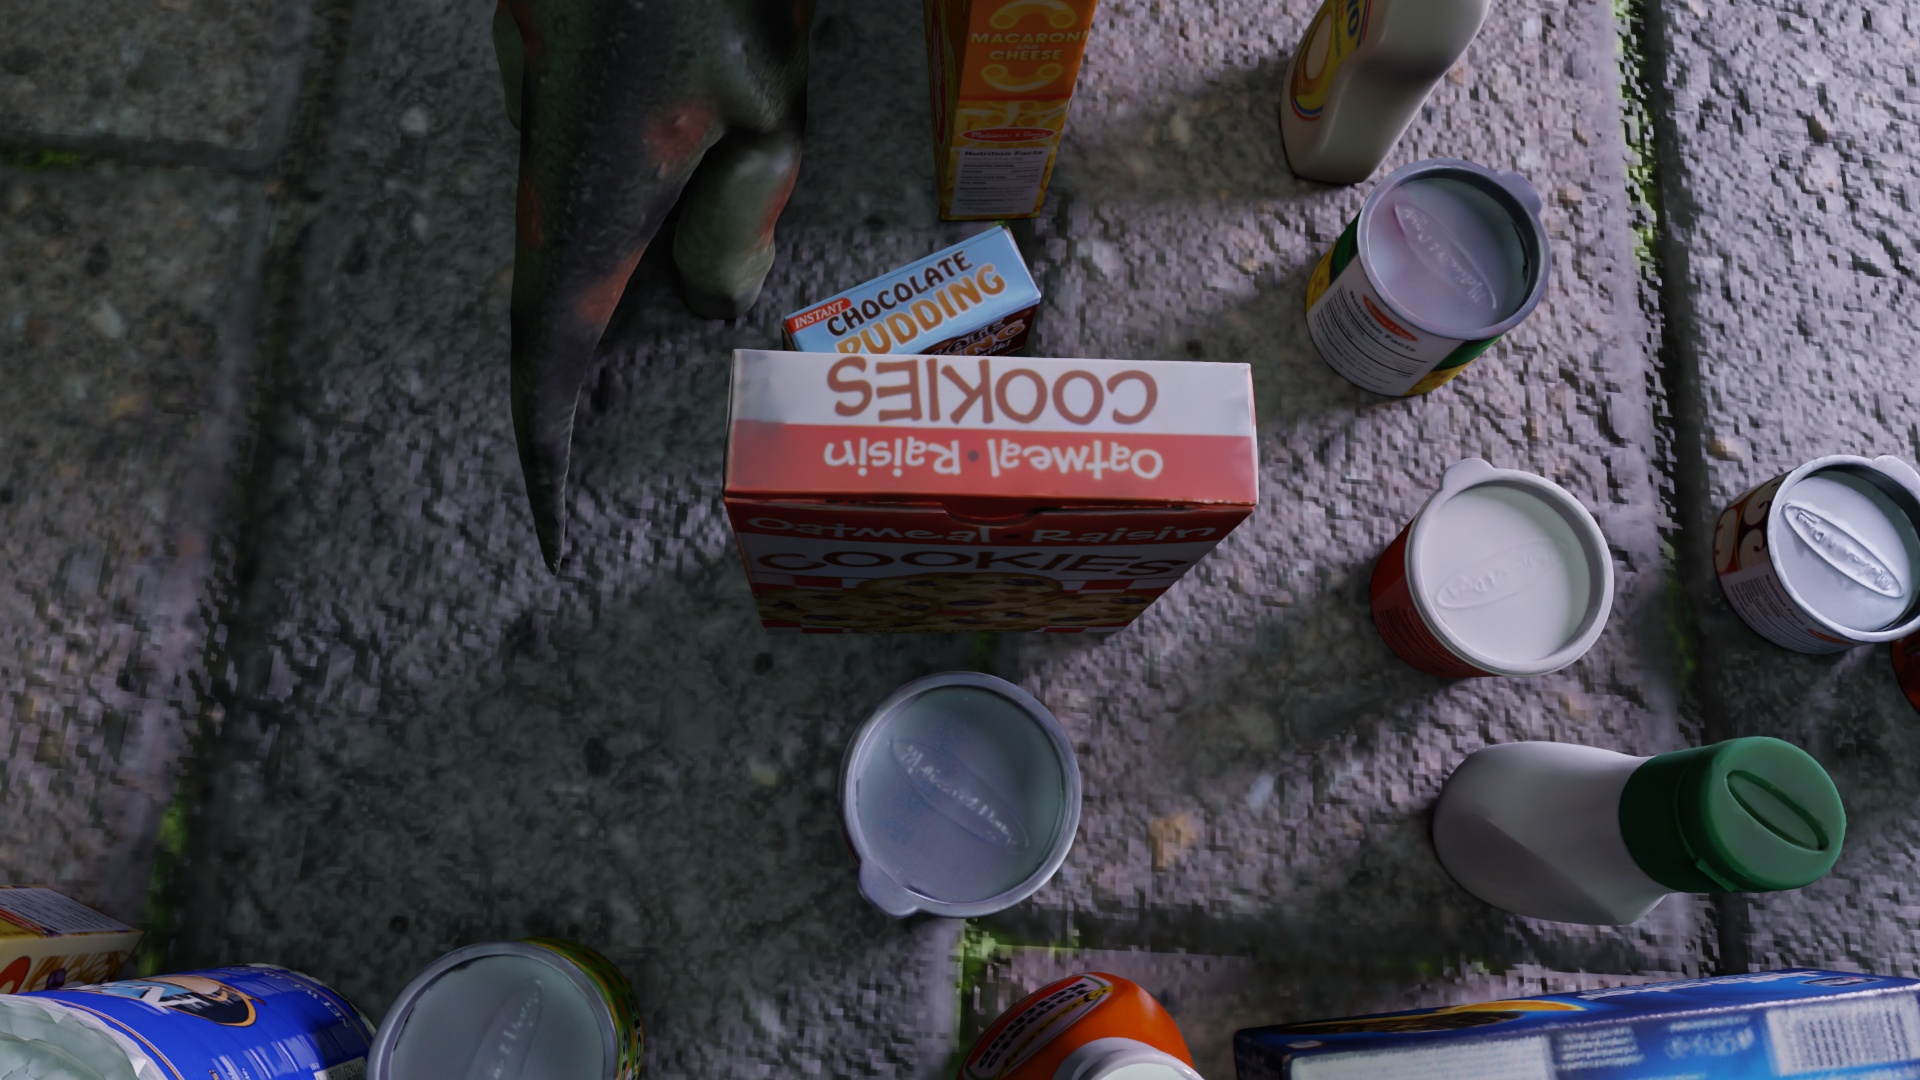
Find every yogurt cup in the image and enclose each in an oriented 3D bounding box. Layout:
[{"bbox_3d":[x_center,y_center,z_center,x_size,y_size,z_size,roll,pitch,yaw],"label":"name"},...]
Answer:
[{"bbox_3d":[0.172,0.015,0.463,0.072,0.053,0.072,1,76,-5],"label":"yogurt cup"}]

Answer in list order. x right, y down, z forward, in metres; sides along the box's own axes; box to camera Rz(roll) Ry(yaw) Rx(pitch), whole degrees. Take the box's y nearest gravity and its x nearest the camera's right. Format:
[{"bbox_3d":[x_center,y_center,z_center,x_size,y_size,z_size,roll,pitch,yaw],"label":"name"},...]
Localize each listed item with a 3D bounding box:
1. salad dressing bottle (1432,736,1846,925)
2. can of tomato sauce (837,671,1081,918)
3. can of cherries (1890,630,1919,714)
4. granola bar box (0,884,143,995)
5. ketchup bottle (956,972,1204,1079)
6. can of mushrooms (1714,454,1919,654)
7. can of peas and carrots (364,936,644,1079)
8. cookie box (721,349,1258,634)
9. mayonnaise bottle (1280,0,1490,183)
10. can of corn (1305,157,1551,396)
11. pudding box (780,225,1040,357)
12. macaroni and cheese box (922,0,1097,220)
[{"bbox_3d":[0.187,0.082,0.398,0.064,0.147,0.044,38,76,5],"label":"salad dressing bottle"},{"bbox_3d":[-0.004,0.080,0.416,0.071,0.083,0.071,1,76,-5],"label":"can of tomato sauce"},{"bbox_3d":[0.366,0.038,0.472,0.071,0.058,0.071,1,76,-5],"label":"can of cherries"},{"bbox_3d":[-0.295,0.169,0.345,0.039,0.124,0.166,25,75,2],"label":"granola bar box"},{"bbox_3d":[0.035,0.147,0.368,0.065,0.148,0.043,-34,81,-12],"label":"ketchup bottle"},{"bbox_3d":[0.306,0.004,0.489,0.071,0.033,0.071,1,75,-5],"label":"can of mushrooms"},{"bbox_3d":[-0.125,0.149,0.399,0.071,0.058,0.071,1,76,-5],"label":"can of peas and carrots"},{"bbox_3d":[0.001,-0.005,0.395,0.123,0.167,0.040,0,76,-5],"label":"cookie box"},{"bbox_3d":[0.148,-0.180,0.463,0.041,0.147,0.065,6,76,-4],"label":"mayonnaise bottle"},{"bbox_3d":[0.163,-0.092,0.488,0.071,0.058,0.071,1,76,-5],"label":"can of corn"},{"bbox_3d":[-0.017,-0.071,0.471,0.084,0.049,0.030,-25,79,-11],"label":"pudding box"},{"bbox_3d":[0.013,-0.197,0.446,0.040,0.166,0.124,-3,76,-6],"label":"macaroni and cheese box"}]
